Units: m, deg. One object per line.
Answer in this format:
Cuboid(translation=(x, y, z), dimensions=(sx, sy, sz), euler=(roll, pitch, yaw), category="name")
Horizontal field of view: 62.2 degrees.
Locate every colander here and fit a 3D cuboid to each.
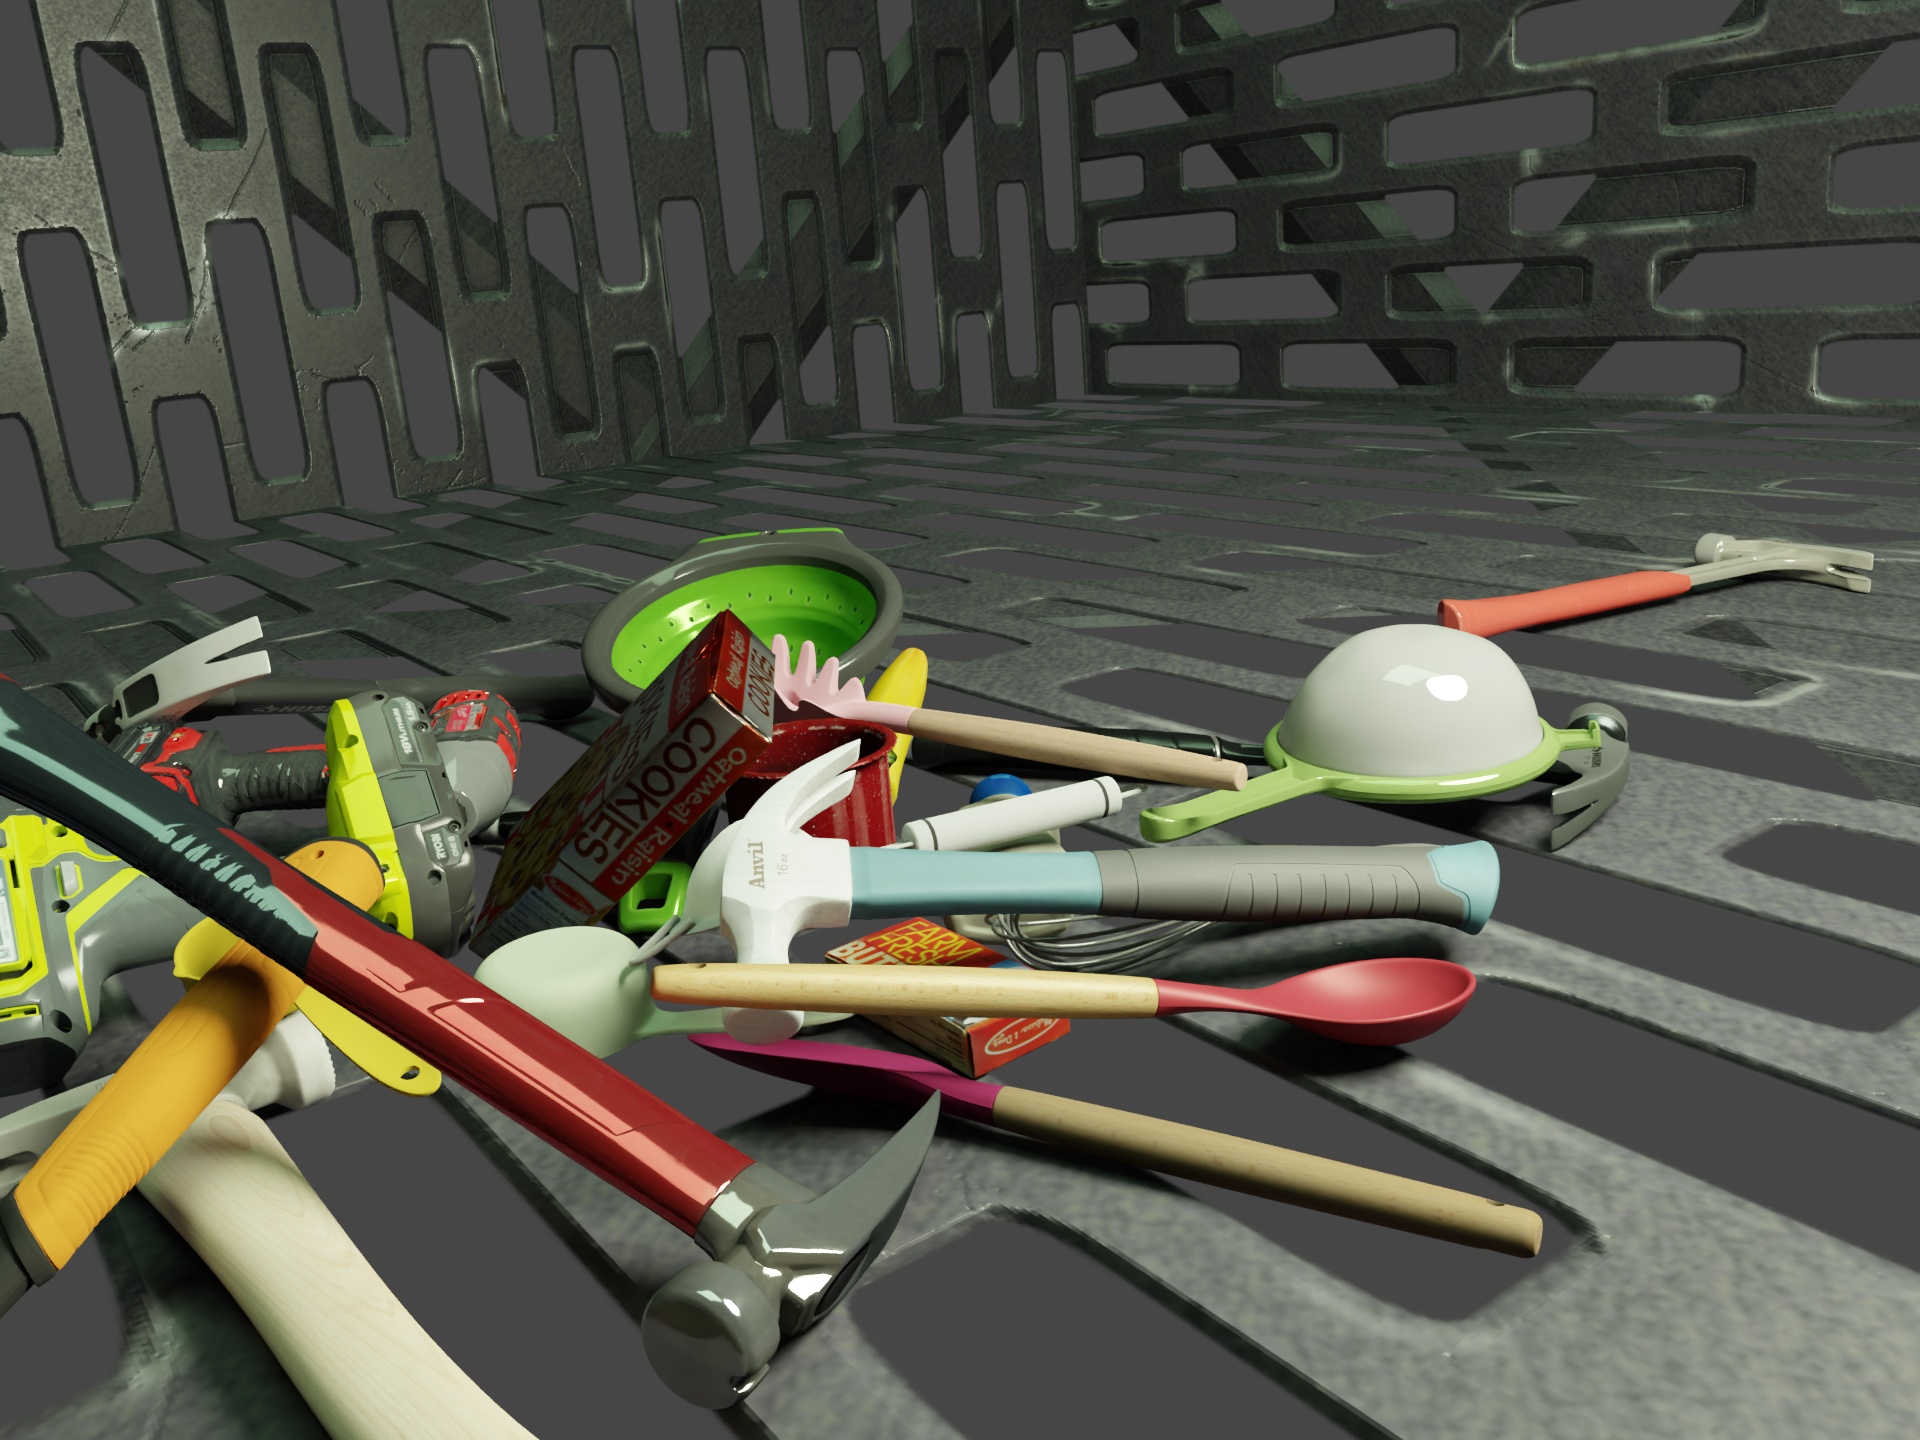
Cuboid(translation=(-0.137, 0.017, 0.956), dimensions=(0.204, 0.094, 0.397), euler=(-4, 34, 7), category="colander")

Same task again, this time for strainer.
Cuboid(translation=(-0.027, 0.054, 0.710), dimensions=(0.258, 0.050, 0.087), euler=(-12, 1, -25), category="strainer")
Cuboid(translation=(0.190, -0.001, 0.806), dimensions=(0.256, 0.069, 0.152), euler=(-16, 20, -31), category="strainer")

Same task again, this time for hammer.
Cuboid(translation=(-0.192, 0.078, 0.544), dimensions=(0.386, 0.038, 0.143), euler=(28, 24, 17), category="hammer")
Cuboid(translation=(0.521, -0.099, 1.225), dimensions=(0.359, 0.036, 0.149), euler=(-11, 17, -23), category="hammer")
Cuboid(translation=(-0.264, 0.139, 0.489), dimensions=(0.127, 0.034, 0.337), euler=(-6, 28, 15), category="hammer")
Cuboid(translation=(0.068, 0.068, 0.651), dimensions=(0.331, 0.033, 0.128), euler=(1, 48, -12), category="hammer")
Cuboid(translation=(0.163, 0.023, 0.913), dimensions=(0.409, 0.036, 0.149), euler=(2, 18, 23), category="hammer")
Cuboid(translation=(-0.187, 0.182, 0.460), dimensions=(0.146, 0.038, 0.411), euler=(-20, 22, -38), category="hammer")
Cuboid(translation=(-0.372, -0.018, 1.043), dimensions=(0.146, 0.035, 0.334), euler=(-25, -13, 32), category="hammer")

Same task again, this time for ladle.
Cuboid(translation=(0.046, 0.100, 0.580), dimensions=(0.315, 0.031, 0.069), euler=(5, 3, -17), category="ladle")

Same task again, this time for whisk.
Cuboid(translation=(0.125, 0.077, 0.715), dimensions=(0.239, 0.055, 0.055), euler=(-6, 16, -18), category="whisk")

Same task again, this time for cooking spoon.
Cuboid(translation=(0.037, 0.142, 0.559), dimensions=(0.319, 0.017, 0.068), euler=(6, -6, 29), category="cooking spoon")

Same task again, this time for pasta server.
Cuboid(translation=(-0.001, -0.003, 0.812), dimensions=(0.316, 0.040, 0.060), euler=(10, 22, 33), category="pasta server")

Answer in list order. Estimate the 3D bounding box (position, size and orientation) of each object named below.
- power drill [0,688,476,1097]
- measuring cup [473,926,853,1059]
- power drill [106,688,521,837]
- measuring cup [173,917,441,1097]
Cuboid(translation=(-0.352, 0.062, 0.729), dimensions=(0.223, 0.080, 0.171), euler=(-11, 58, -29), category="power drill")
Cuboid(translation=(-0.127, 0.112, 0.673), dimensions=(0.167, 0.038, 0.083), euler=(-4, 16, 9), category="measuring cup")
Cuboid(translation=(-0.359, 0.042, 0.884), dimensions=(0.219, 0.078, 0.143), euler=(-9, 23, -7), category="power drill")
Cuboid(translation=(-0.242, 0.113, 0.605), dimensions=(0.157, 0.029, 0.062), euler=(24, 38, 35), category="measuring cup")
